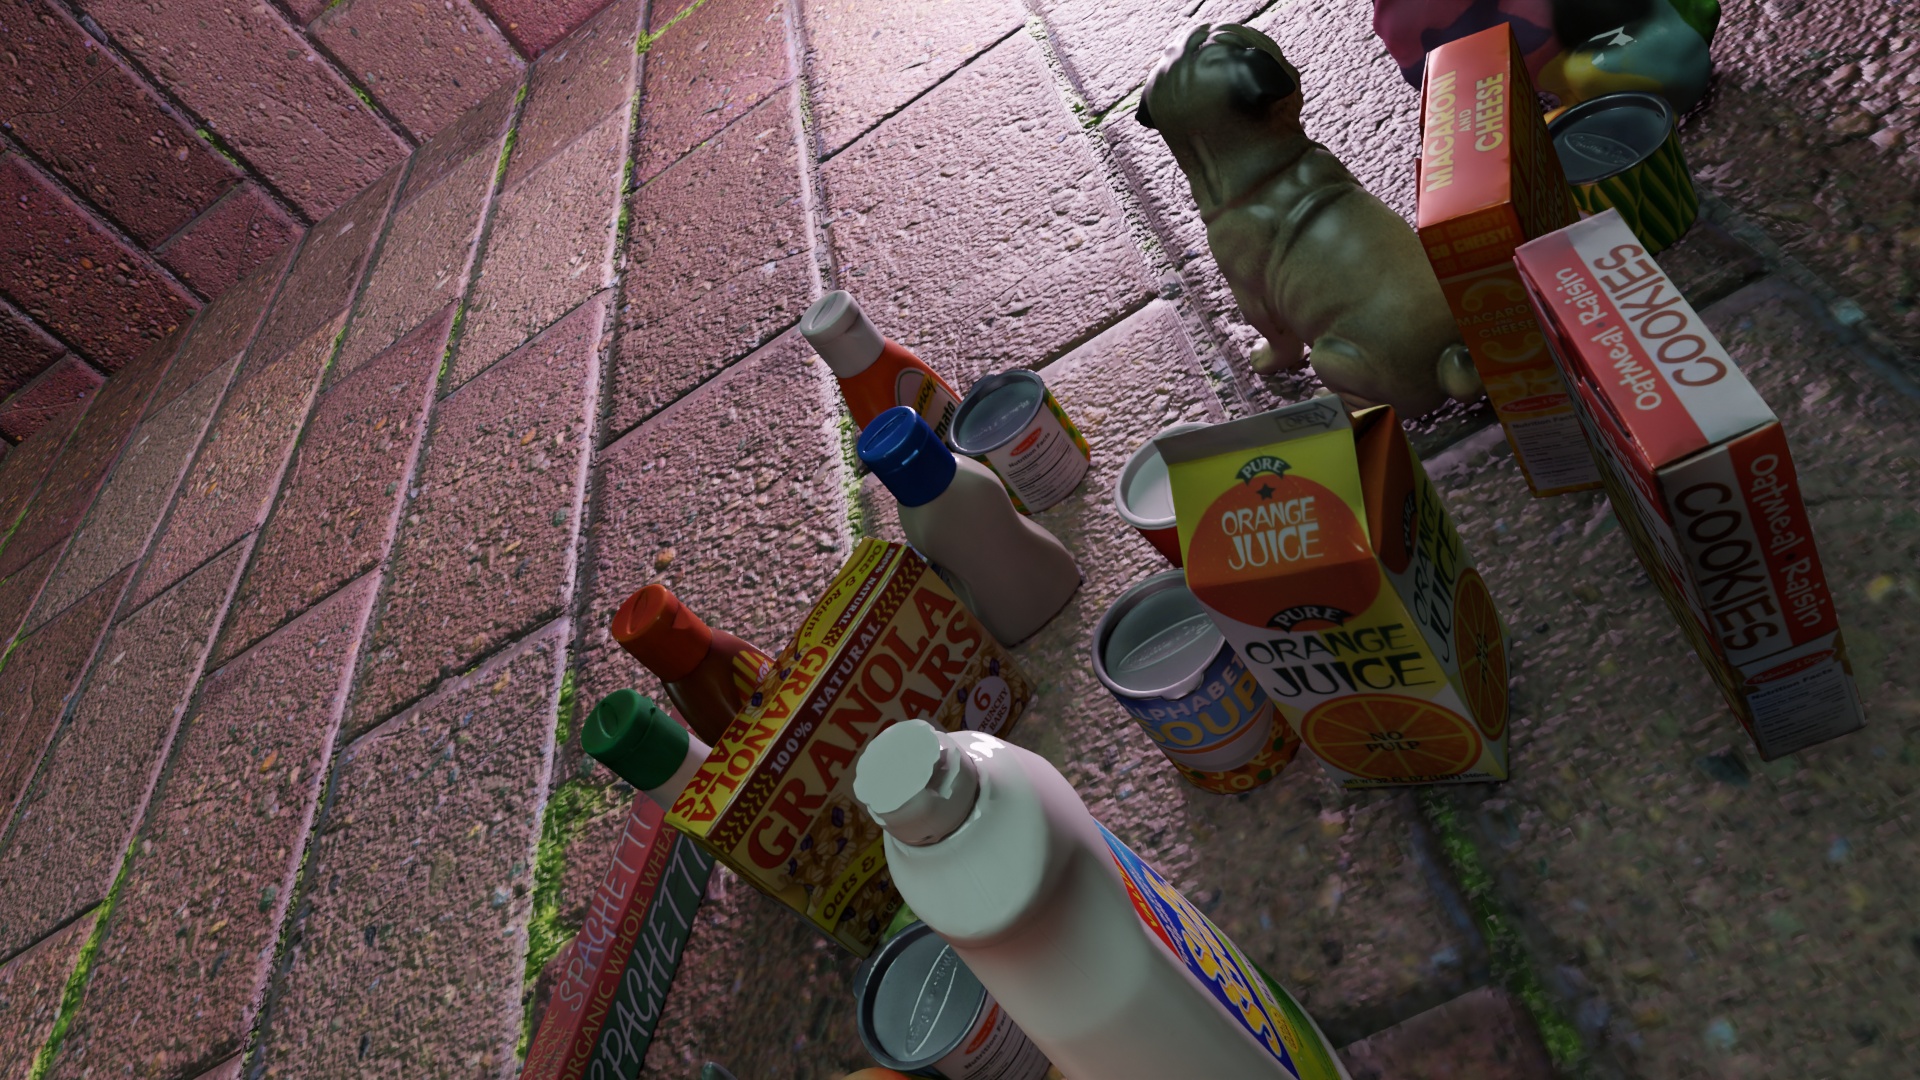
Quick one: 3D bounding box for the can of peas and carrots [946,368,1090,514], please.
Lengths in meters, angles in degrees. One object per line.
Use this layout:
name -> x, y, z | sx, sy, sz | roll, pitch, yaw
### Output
can of peas and carrots -> 0.034, -0.059, 0.822 | 0.071, 0.058, 0.071 | -24, 40, 22

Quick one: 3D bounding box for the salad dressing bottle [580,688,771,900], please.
salad dressing bottle -> -0.127, 0.128, 0.697 | 0.044, 0.147, 0.064 | -42, 36, -1

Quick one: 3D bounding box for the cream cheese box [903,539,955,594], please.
cream cheese box -> -0.017, 0.029, 0.781 | 0.024, 0.053, 0.104 | 5, 56, 45

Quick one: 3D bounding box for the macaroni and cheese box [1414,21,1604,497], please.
macaroni and cheese box -> 0.245, -0.118, 0.606 | 0.040, 0.166, 0.124 | -12, 45, 34

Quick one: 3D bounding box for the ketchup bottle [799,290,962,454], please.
ketchup bottle -> -0.040, -0.087, 0.841 | 0.043, 0.148, 0.065 | 3, 55, 44

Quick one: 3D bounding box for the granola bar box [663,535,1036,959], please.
granola bar box -> -0.046, 0.100, 0.674 | 0.039, 0.124, 0.166 | 11, 60, 47

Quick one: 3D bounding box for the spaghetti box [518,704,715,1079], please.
spaghetti box -> -0.167, 0.189, 0.752 | 0.028, 0.050, 0.251 | -13, 45, 33

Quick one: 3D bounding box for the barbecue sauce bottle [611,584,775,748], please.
barbecue sauce bottle -> -0.124, 0.081, 0.743 | 0.043, 0.148, 0.065 | -20, 41, 26

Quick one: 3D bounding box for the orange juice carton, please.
orange juice carton -> 0.147, 0.016, 0.532 | 0.071, 0.192, 0.073 | -11, 46, 34

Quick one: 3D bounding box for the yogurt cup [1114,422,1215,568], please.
yogurt cup -> 0.120, -0.018, 0.708 | 0.072, 0.053, 0.073 | -24, 40, 22

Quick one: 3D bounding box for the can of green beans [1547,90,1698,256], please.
can of green beans -> 0.324, -0.179, 0.689 | 0.071, 0.057, 0.071 | -24, 40, 22

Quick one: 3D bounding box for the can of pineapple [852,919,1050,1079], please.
can of pineapple -> -0.002, 0.200, 0.587 | 0.071, 0.057, 0.071 | -24, 40, 22

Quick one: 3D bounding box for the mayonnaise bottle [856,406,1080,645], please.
mayonnaise bottle -> 0.003, -0.009, 0.723 | 0.065, 0.147, 0.041 | -43, 36, -2

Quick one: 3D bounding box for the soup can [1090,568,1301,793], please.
soup can -> 0.106, 0.065, 0.609 | 0.071, 0.083, 0.072 | -24, 39, 22

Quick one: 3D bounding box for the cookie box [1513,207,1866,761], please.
cookie box -> 0.256, -0.018, 0.492 | 0.040, 0.167, 0.123 | -27, 39, 19
